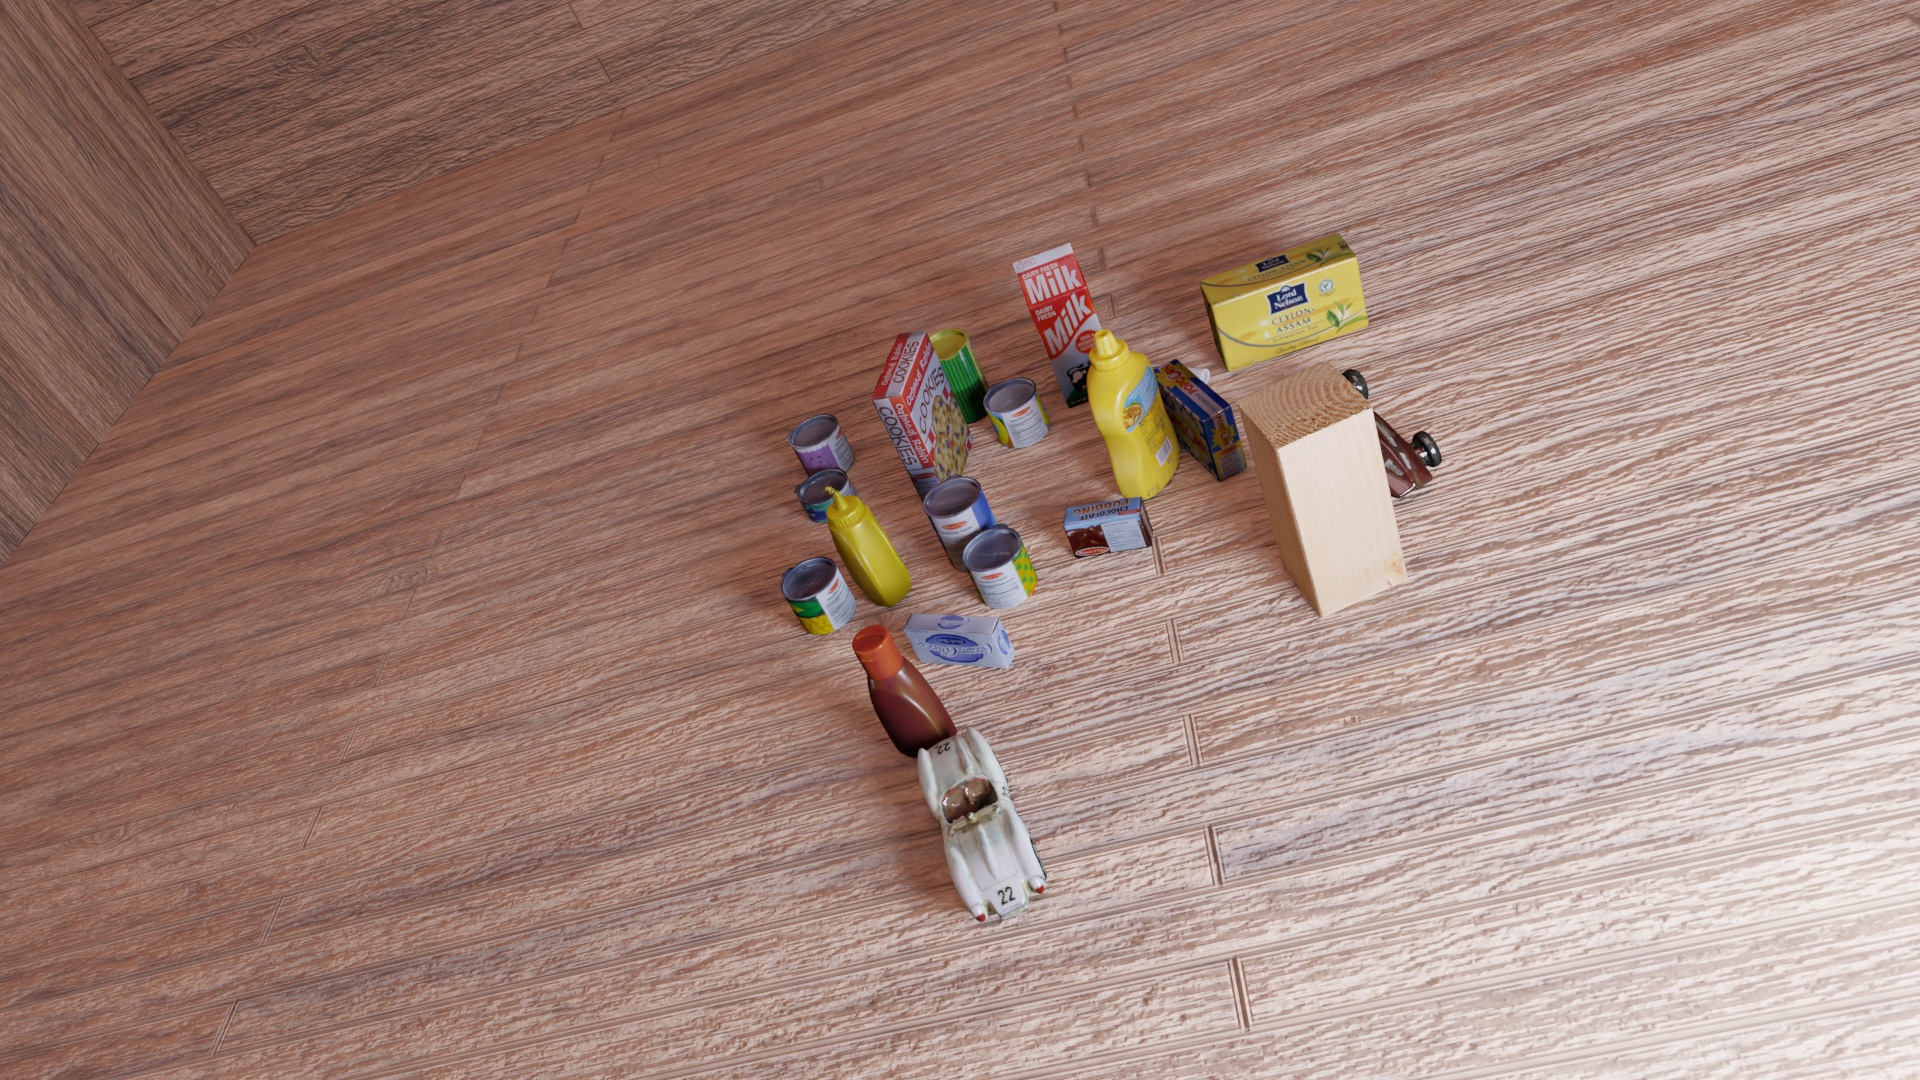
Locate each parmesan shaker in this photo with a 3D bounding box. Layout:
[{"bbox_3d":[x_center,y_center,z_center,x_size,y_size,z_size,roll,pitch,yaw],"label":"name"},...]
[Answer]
[{"bbox_3d":[-0.004,-0.199,1.708,0.071,0.102,0.072,-16,38,13],"label":"parmesan shaker"}]

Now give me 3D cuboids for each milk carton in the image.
[{"bbox_3d":[0.125,-0.259,1.634,0.072,0.189,0.074,-20,38,8],"label":"milk carton"}]

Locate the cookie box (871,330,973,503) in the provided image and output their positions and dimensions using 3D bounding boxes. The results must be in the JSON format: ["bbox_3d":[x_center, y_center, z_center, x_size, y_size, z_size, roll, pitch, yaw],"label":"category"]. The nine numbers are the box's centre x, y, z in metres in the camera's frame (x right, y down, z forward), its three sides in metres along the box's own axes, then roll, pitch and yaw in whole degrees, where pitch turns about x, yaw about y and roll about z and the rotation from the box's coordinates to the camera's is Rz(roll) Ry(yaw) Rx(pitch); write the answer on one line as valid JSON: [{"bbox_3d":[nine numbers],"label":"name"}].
[{"bbox_3d":[-0.042,-0.139,1.605,0.040,0.166,0.123,-8,41,22],"label":"cookie box"}]

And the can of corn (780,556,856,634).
[{"bbox_3d":[-0.157,0.060,1.521,0.071,0.058,0.071,-16,38,13],"label":"can of corn"}]

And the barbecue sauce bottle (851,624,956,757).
[{"bbox_3d":[-0.057,0.141,1.295,0.065,0.148,0.044,-2,43,28],"label":"barbecue sauce bottle"}]

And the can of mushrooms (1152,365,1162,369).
[{"bbox_3d":[0.223,-0.168,1.600,0.071,0.033,0.071,-15,38,13],"label":"can of mushrooms"}]

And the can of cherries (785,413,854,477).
[{"bbox_3d":[-0.175,-0.116,1.742,0.071,0.058,0.072,-16,38,13],"label":"can of cherries"}]

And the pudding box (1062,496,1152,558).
[{"bbox_3d":[0.153,-0.014,1.443,0.083,0.049,0.030,-10,40,20],"label":"pudding box"}]

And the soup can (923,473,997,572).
[{"bbox_3d":[0.005,-0.019,1.504,0.071,0.083,0.072,-16,38,13],"label":"soup can"}]

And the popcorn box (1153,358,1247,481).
[{"bbox_3d":[0.255,-0.131,1.496,0.038,0.085,0.127,-29,37,-4],"label":"popcorn box"}]

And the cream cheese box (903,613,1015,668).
[{"bbox_3d":[-0.001,0.100,1.391,0.104,0.053,0.024,1,44,30],"label":"cream cheese box"}]

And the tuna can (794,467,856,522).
[{"bbox_3d":[-0.164,-0.054,1.683,0.071,0.032,0.071,-15,38,13],"label":"tuna can"}]

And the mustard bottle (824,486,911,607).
[{"bbox_3d":[-0.105,0.000,1.480,0.049,0.159,0.065,-43,40,-21],"label":"mustard bottle"}]

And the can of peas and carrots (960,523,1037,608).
[{"bbox_3d":[0.042,0.027,1.449,0.071,0.058,0.071,-16,38,13],"label":"can of peas and carrots"}]

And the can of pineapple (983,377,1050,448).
[{"bbox_3d":[0.067,-0.152,1.650,0.071,0.057,0.071,-16,38,13],"label":"can of pineapple"}]
